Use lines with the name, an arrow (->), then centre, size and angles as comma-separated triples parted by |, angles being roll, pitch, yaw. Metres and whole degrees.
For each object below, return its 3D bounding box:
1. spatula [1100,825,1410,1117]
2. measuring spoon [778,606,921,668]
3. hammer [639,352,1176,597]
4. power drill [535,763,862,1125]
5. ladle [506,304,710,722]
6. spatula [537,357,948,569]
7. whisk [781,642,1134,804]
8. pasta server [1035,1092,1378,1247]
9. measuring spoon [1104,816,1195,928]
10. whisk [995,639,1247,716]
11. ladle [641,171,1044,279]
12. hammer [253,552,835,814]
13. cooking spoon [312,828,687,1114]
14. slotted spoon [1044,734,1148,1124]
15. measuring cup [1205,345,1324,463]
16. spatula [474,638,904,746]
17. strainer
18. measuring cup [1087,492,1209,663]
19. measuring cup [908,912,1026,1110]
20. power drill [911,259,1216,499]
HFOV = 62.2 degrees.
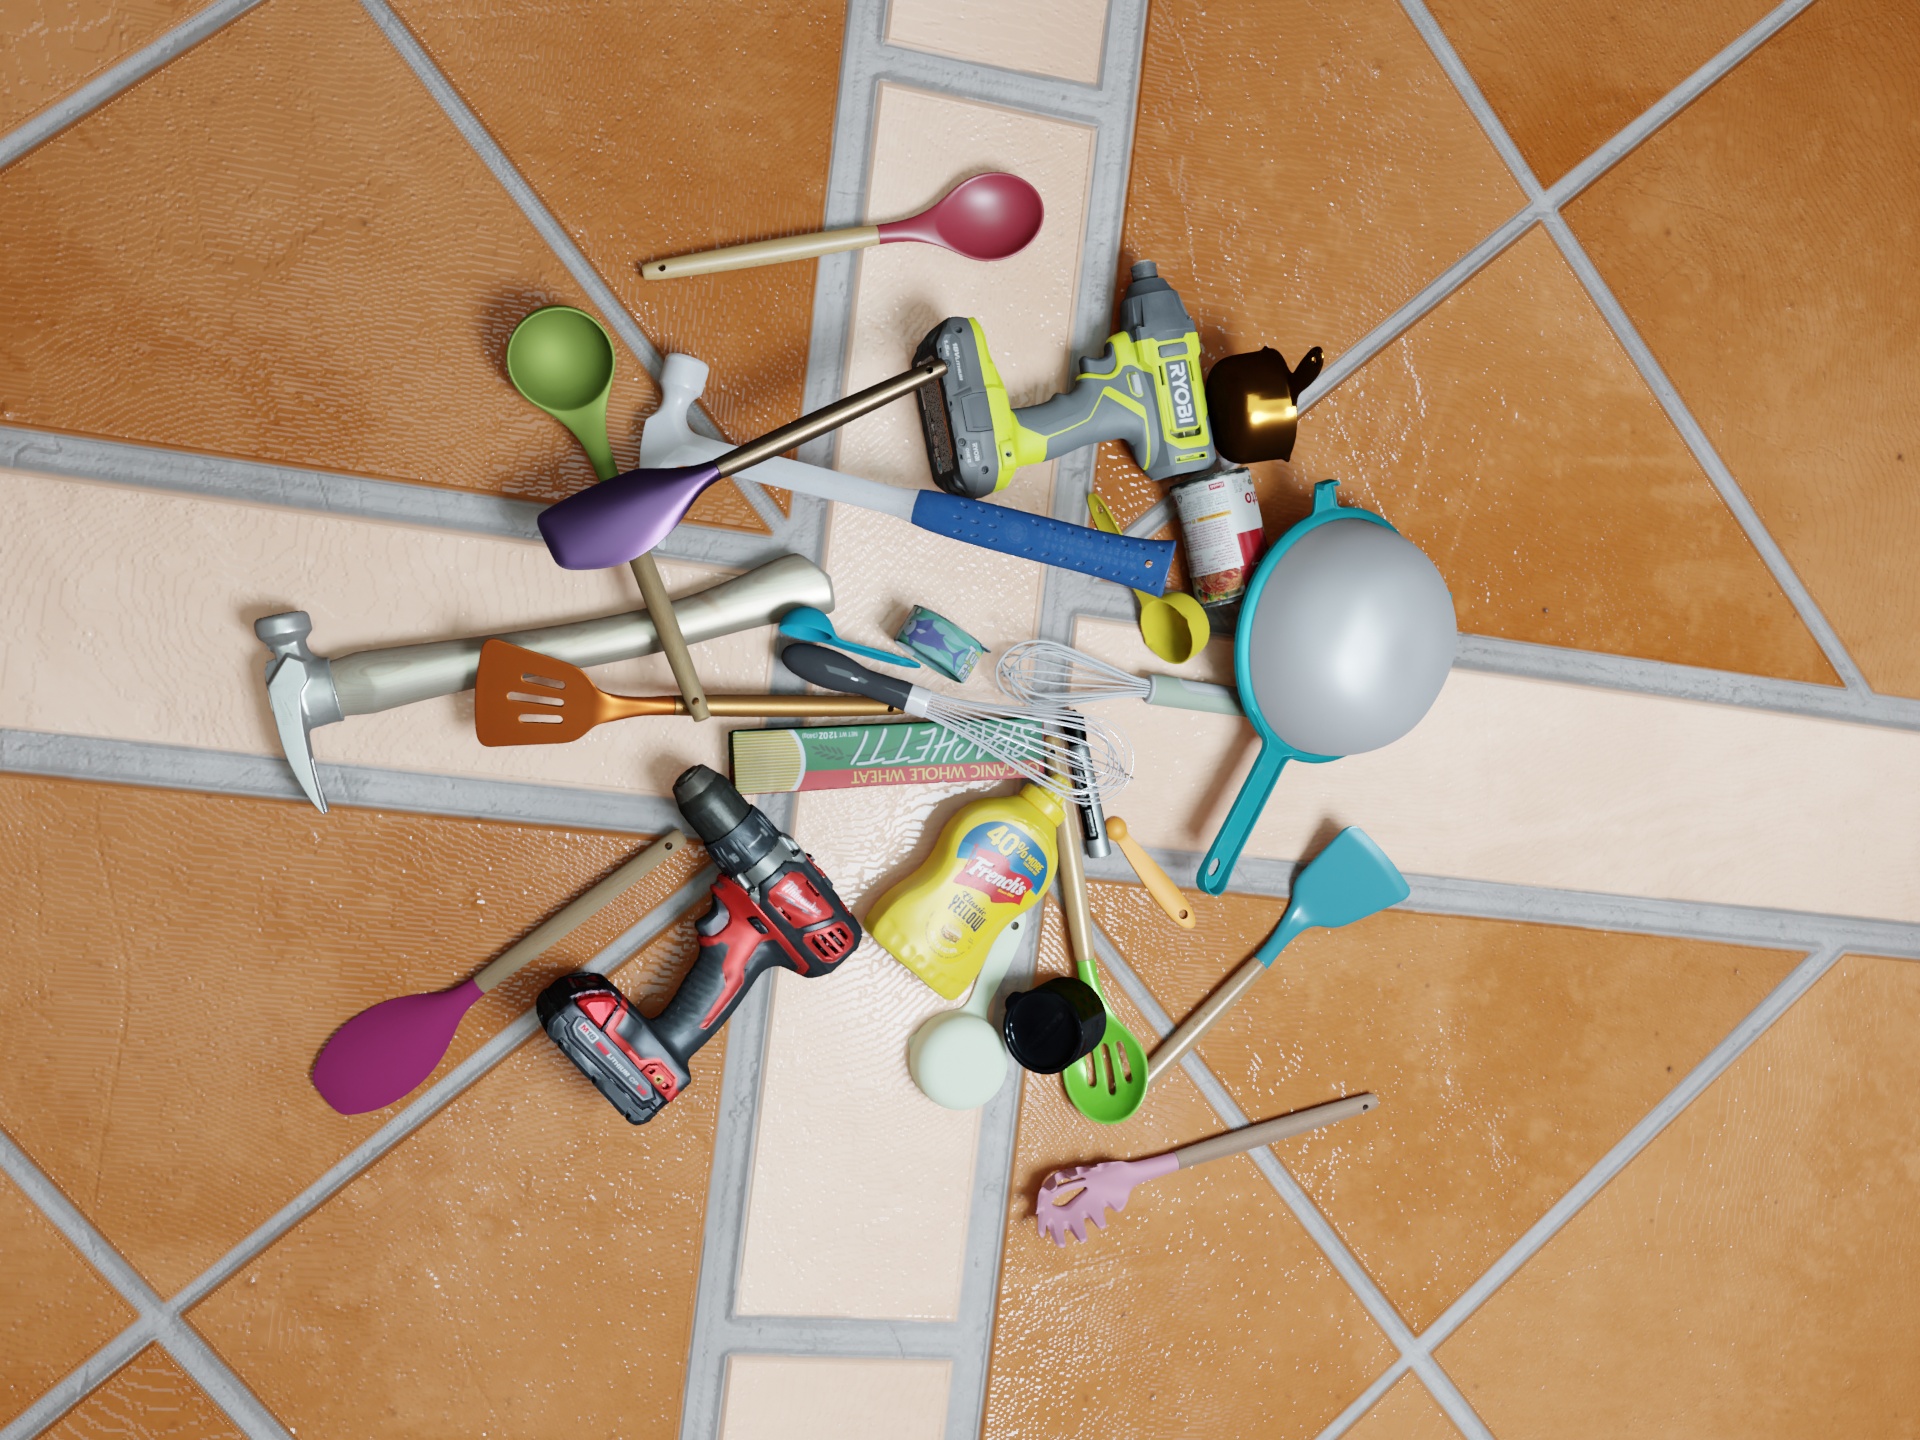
spatula -> 0.231, 0.218, 1.305 | 0.317, 0.044, 0.082 | -44, 103, -8
measuring spoon -> -0.081, -0.065, 1.219 | 0.128, 0.042, 0.021 | 16, 76, -36
hammer -> -0.045, -0.155, 1.174 | 0.405, 0.035, 0.144 | 15, 90, 7
power drill -> -0.206, 0.162, 1.177 | 0.227, 0.080, 0.187 | -41, 107, -13
ladle -> -0.246, -0.149, 1.153 | 0.078, 0.062, 0.320 | -22, 86, -4
spatula -> -0.151, -0.190, 1.145 | 0.316, 0.018, 0.060 | -27, 92, -8
whisk -> -0.002, -0.004, 1.212 | 0.284, 0.070, 0.070 | 20, 86, 0
pasta server -> 0.205, 0.357, 1.304 | 0.316, 0.040, 0.060 | -13, 106, -14
measuring spoon -> 0.157, 0.126, 1.301 | 0.021, 0.011, 0.117 | -40, 99, -10
whisk -> 0.145, -0.027, 1.281 | 0.246, 0.058, 0.059 | 7, 124, -18
ladle -> -0.089, -0.370, 1.228 | 0.315, 0.031, 0.069 | -12, 91, -11
hammer -> -0.292, -0.045, 1.180 | 0.410, 0.038, 0.146 | -13, 95, -13
cooking spoon -> -0.336, 0.180, 1.181 | 0.319, 0.017, 0.068 | -37, 99, -10
slotted spoon -> 0.099, 0.166, 1.279 | 0.070, 0.031, 0.314 | -9, 90, 15
measuring cup -> 0.230, -0.250, 1.215 | 0.052, 0.173, 0.095 | -10, 86, -5
spatula -> -0.194, -0.014, 1.189 | 0.322, 0.041, 0.081 | 0, 106, -25
strainer -> 0.294, -0.006, 1.253 | 0.210, 0.095, 0.340 | 35, 80, -34
measuring cup -> 0.151, -0.119, 1.283 | 0.029, 0.062, 0.156 | -26, 85, -31
measuring cup -> 0.018, 0.228, 1.255 | 0.083, 0.038, 0.167 | 24, 87, -13
power drill -> 0.083, -0.264, 1.248 | 0.223, 0.080, 0.171 | -12, 95, -17
